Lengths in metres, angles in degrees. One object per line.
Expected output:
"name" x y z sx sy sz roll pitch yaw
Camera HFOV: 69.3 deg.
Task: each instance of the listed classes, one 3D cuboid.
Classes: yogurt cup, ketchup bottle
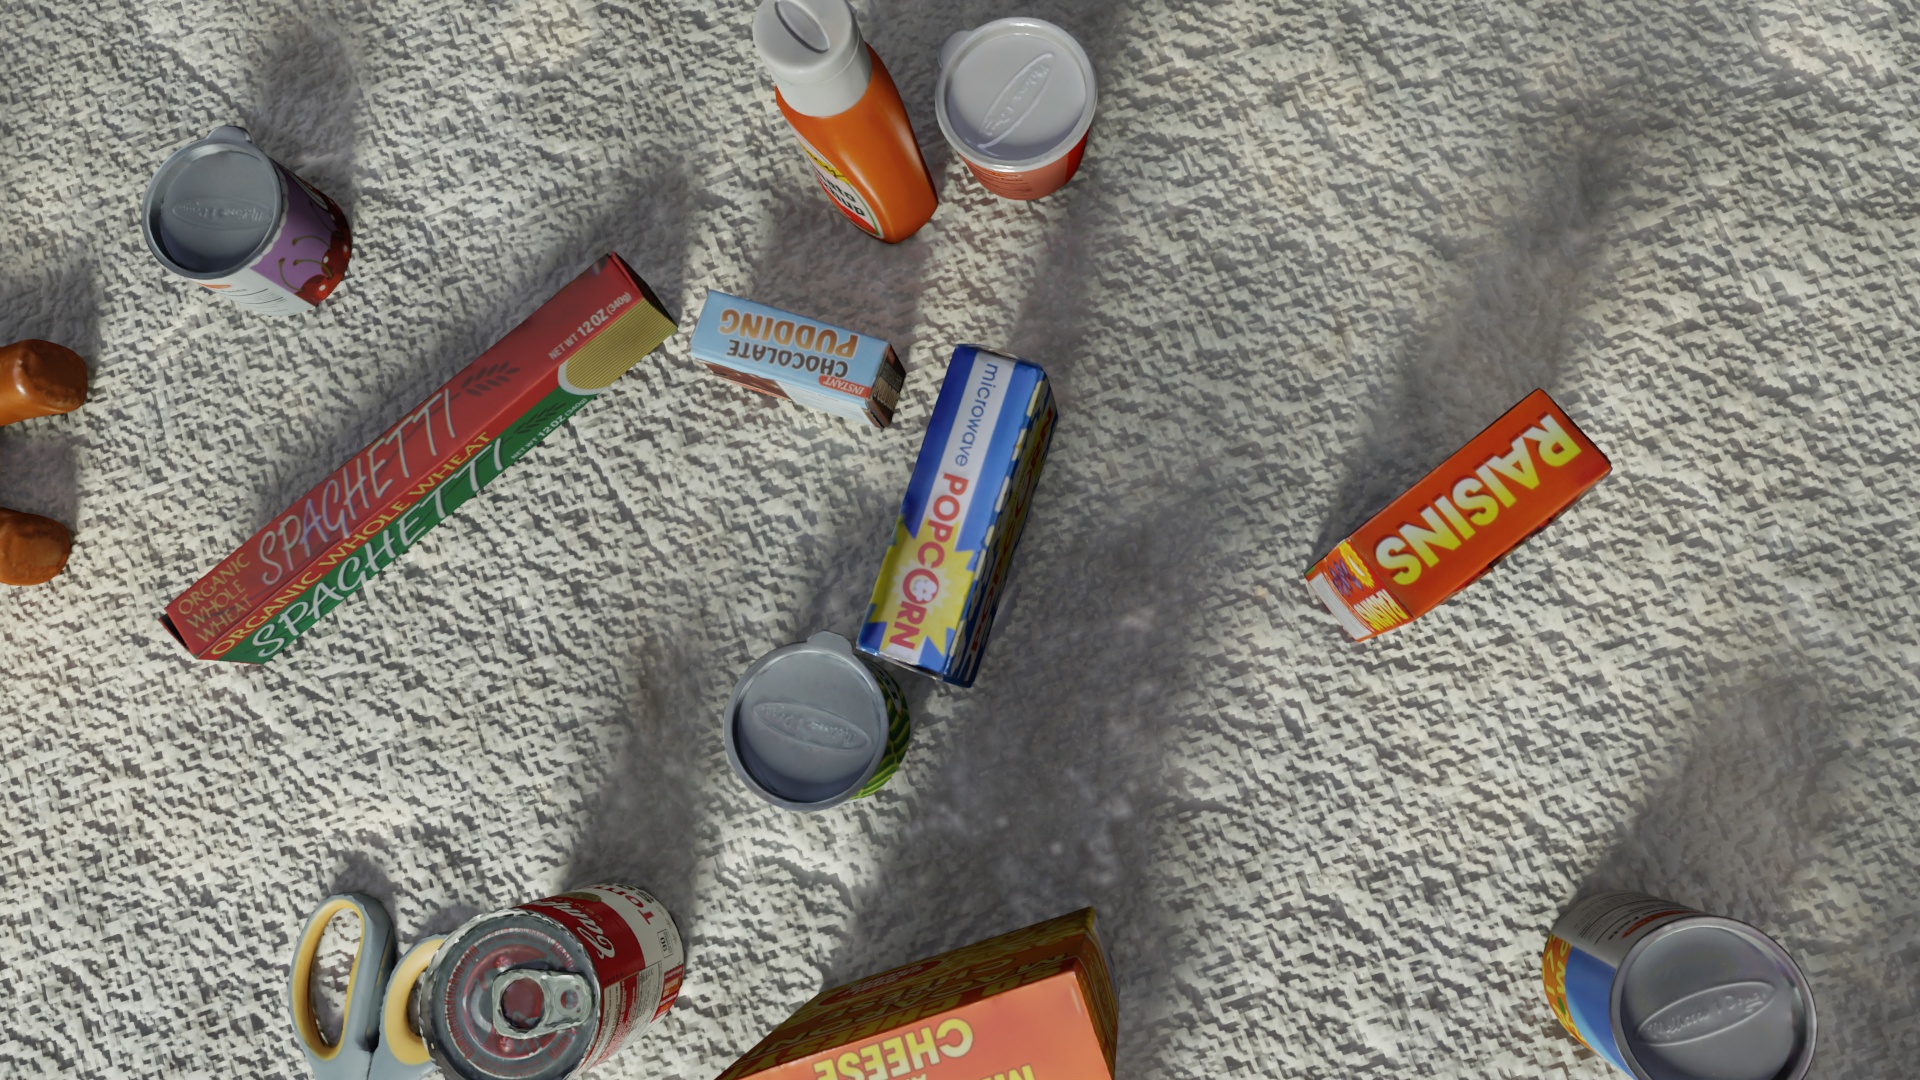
"yogurt cup" 0.026 -0.182 0.600 0.072 0.054 0.072 -1 82 7
"ketchup bottle" -0.046 -0.172 0.559 0.043 0.148 0.065 -43 79 0

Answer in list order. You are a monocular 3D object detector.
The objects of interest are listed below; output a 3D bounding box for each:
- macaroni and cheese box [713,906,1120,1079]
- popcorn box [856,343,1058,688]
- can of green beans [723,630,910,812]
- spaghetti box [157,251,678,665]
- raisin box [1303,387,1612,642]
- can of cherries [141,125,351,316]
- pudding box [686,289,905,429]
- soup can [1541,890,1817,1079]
"macaroni and cheese box" -0.007 0.176 0.493 0.124 0.166 0.040 -19 80 4
"popcorn box" 0.002 -0.007 0.561 0.038 0.085 0.127 17 84 9
"can of green beans" -0.057 0.076 0.569 0.071 0.058 0.071 -1 82 7
"spaghetti box" -0.234 -0.032 0.611 0.250 0.050 0.029 -39 79 0
"raisin box" 0.179 -0.004 0.520 0.086 0.123 0.040 -37 79 1
"can of cherries" -0.322 -0.144 0.634 0.071 0.058 0.071 -1 82 7
"pudding box" -0.070 -0.077 0.598 0.084 0.049 0.030 17 84 9
"soup can" 0.257 0.168 0.504 0.071 0.083 0.071 -1 82 7
